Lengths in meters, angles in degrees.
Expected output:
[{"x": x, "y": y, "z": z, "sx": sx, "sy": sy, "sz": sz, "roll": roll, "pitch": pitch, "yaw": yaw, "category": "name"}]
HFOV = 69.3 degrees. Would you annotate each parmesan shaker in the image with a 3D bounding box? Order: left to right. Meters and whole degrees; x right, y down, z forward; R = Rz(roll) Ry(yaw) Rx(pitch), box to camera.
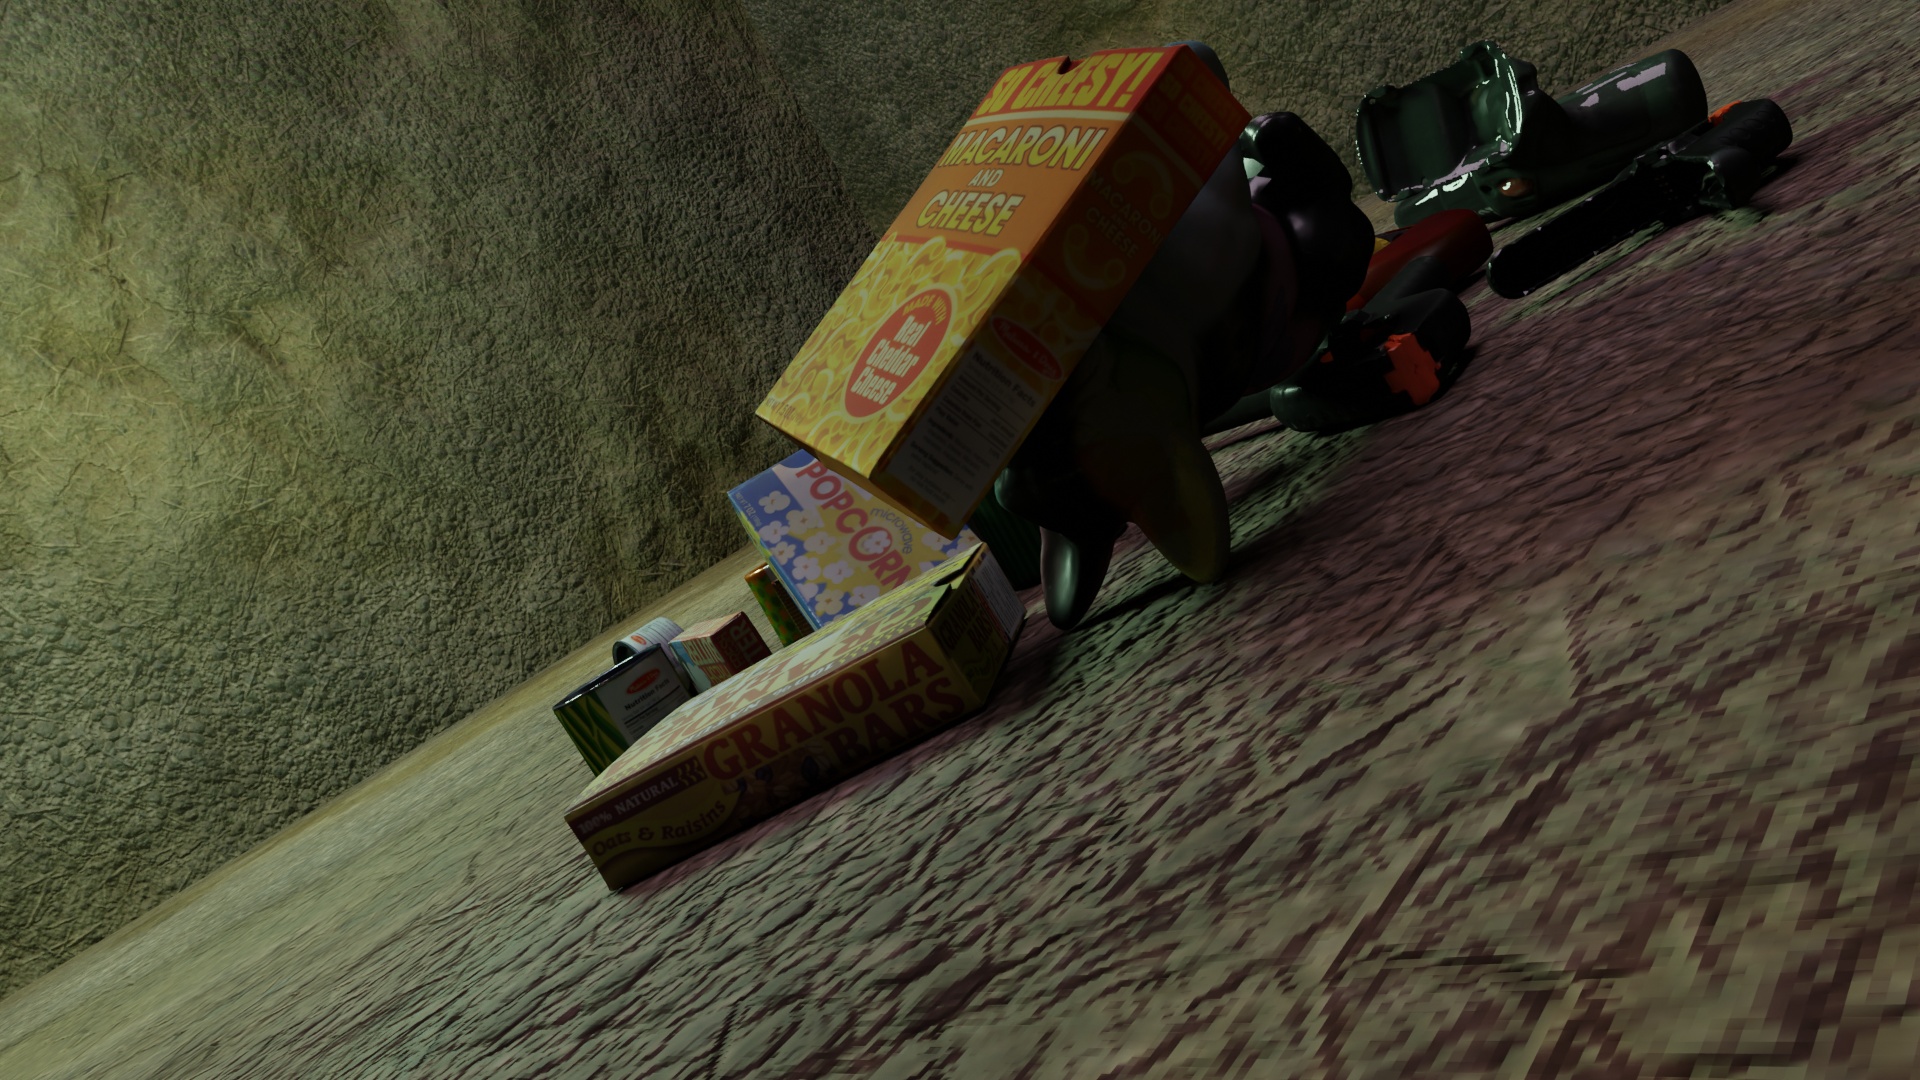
[{"x": 0.025, "y": -0.035, "z": 0.671, "sx": 0.071, "sy": 0.103, "sz": 0.071, "roll": -29, "pitch": 5, "yaw": 3, "category": "parmesan shaker"}]

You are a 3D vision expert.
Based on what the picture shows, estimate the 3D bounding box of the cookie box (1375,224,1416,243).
[{"x": 0.226, "y": -0.176, "z": 0.984, "sx": 0.168, "sy": 0.040, "sz": 0.123, "roll": -16, "pitch": 3, "yaw": -16, "category": "cookie box"}]

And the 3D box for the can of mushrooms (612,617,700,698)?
[{"x": -0.180, "y": 0.084, "z": 0.847, "sx": 0.033, "sy": 0.071, "sz": 0.071, "roll": -34, "pitch": 7, "yaw": -31, "category": "can of mushrooms"}]

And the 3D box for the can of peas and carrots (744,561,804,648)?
[{"x": -0.100, "y": 0.033, "z": 0.912, "sx": 0.071, "sy": 0.058, "sz": 0.071, "roll": -29, "pitch": 6, "yaw": 3, "category": "can of peas and carrots"}]

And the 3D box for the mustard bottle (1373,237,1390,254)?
[{"x": 0.240, "y": -0.160, "z": 0.887, "sx": 0.161, "sy": 0.065, "sz": 0.048, "roll": -28, "pitch": 13, "yaw": -34, "category": "mustard bottle"}]

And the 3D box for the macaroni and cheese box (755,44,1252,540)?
[{"x": 0.008, "y": -0.091, "z": 0.479, "sx": 0.166, "sy": 0.040, "sz": 0.124, "roll": -55, "pitch": 28, "yaw": -3, "category": "macaroni and cheese box"}]

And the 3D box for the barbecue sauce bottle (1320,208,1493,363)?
[{"x": 0.247, "y": -0.146, "z": 0.813, "sx": 0.149, "sy": 0.043, "sz": 0.064, "roll": -34, "pitch": 7, "yaw": -31, "category": "barbecue sauce bottle"}]

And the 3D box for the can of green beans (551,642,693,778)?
[{"x": -0.176, "y": 0.097, "z": 0.747, "sx": 0.071, "sy": 0.057, "sz": 0.071, "roll": -30, "pitch": 6, "yaw": 4, "category": "can of green beans"}]

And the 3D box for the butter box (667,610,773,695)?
[{"x": -0.129, "y": 0.070, "z": 0.771, "sx": 0.024, "sy": 0.053, "sz": 0.103, "roll": -35, "pitch": 7, "yaw": -24, "category": "butter box"}]

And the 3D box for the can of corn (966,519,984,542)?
[{"x": -0.003, "y": -0.012, "z": 0.771, "sx": 0.071, "sy": 0.071, "sz": 0.058, "roll": -27, "pitch": 8, "yaw": 27, "category": "can of corn"}]

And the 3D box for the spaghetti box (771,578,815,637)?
[{"x": 0.003, "y": -0.010, "z": 0.822, "sx": 0.249, "sy": 0.050, "sz": 0.029, "roll": -27, "pitch": 7, "yaw": 19, "category": "spaghetti box"}]

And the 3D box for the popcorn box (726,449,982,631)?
[{"x": -0.048, "y": 0.002, "z": 0.678, "sx": 0.085, "sy": 0.038, "sz": 0.127, "roll": -32, "pitch": 49, "yaw": -12, "category": "popcorn box"}]

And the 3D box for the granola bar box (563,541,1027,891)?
[{"x": -0.061, "y": 0.066, "z": 0.557, "sx": 0.165, "sy": 0.039, "sz": 0.124, "roll": -28, "pitch": 7, "yaw": 15, "category": "granola bar box"}]
